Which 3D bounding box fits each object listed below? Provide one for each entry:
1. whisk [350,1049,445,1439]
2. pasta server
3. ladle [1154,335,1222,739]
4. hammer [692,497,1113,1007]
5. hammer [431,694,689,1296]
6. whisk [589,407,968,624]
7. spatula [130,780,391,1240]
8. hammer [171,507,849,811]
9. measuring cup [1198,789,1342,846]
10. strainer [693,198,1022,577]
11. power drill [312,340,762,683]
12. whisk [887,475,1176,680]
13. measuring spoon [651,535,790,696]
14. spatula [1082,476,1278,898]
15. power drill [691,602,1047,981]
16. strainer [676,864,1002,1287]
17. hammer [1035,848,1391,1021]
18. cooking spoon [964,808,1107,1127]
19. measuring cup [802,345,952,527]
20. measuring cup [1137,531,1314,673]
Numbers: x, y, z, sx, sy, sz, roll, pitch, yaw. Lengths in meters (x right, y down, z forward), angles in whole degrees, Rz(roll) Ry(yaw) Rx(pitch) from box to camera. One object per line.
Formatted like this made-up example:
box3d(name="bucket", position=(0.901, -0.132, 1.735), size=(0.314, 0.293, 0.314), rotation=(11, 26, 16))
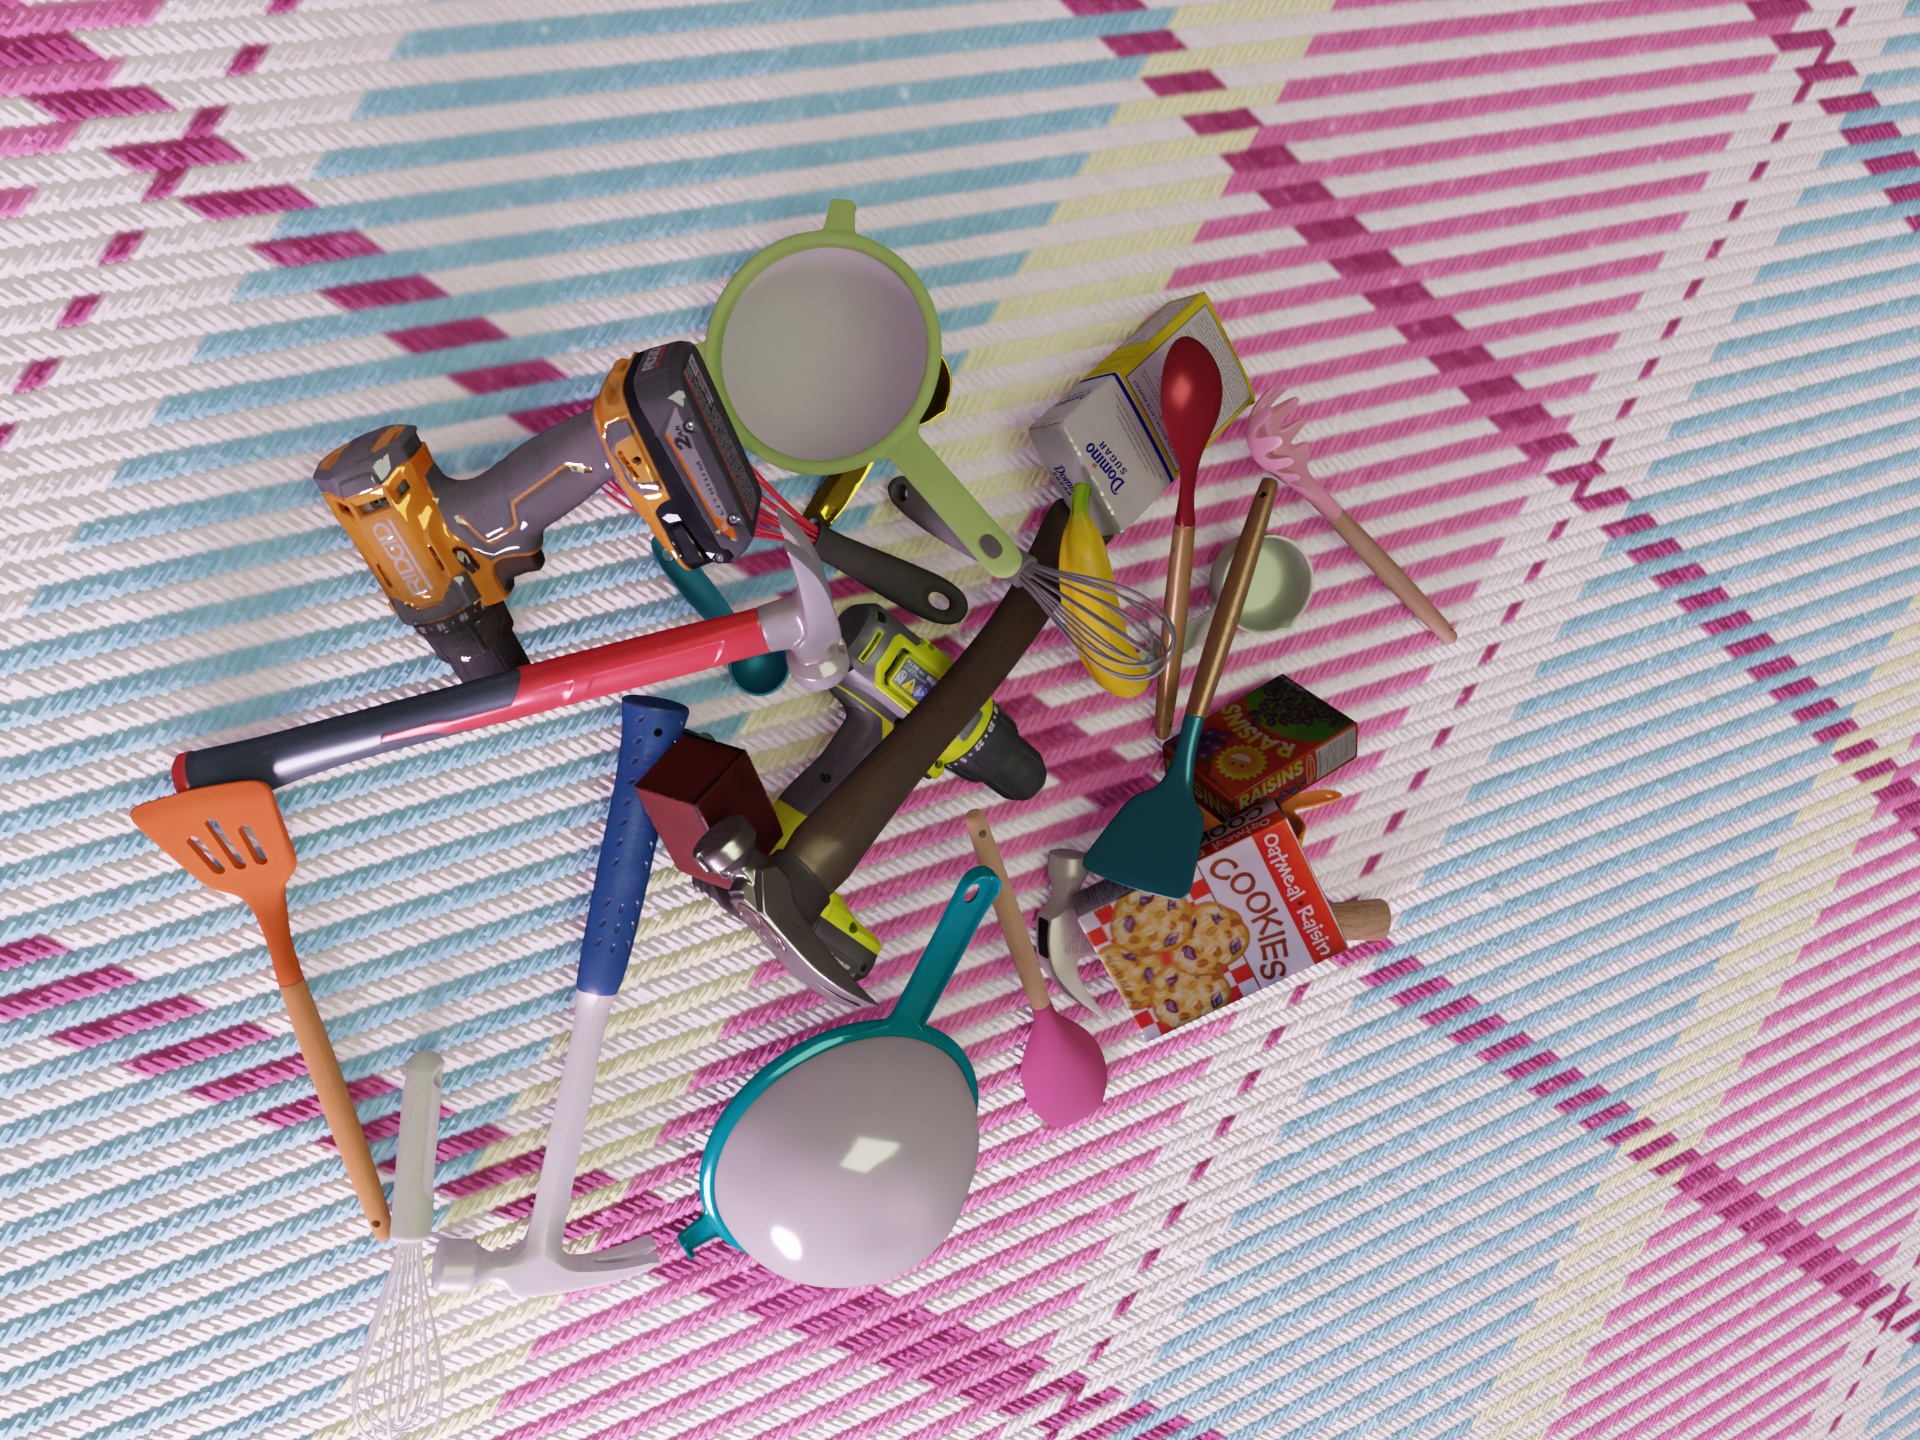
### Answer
box3d(name="whisk", position=(-0.344, 0.331, 0.996), size=(0.059, 0.058, 0.246), rotation=(3, 86, 3))
box3d(name="pasta server", position=(0.311, -0.148, 1.234), size=(0.316, 0.040, 0.060), rotation=(37, 51, -34))
box3d(name="ladle", position=(0.155, -0.117, 1.130), size=(0.069, 0.031, 0.315), rotation=(-36, 139, -41))
box3d(name="hammer", position=(-0.002, -0.003, 1.043), size=(0.146, 0.038, 0.411), rotation=(52, 55, -20))
box3d(name="hammer", position=(-0.230, 0.183, 1.021), size=(0.144, 0.035, 0.405), rotation=(10, 101, -23))
box3d(name="whisk", position=(-0.112, -0.127, 1.030), size=(0.295, 0.073, 0.073), rotation=(25, 88, -31))
box3d(name="spatula", position=(-0.399, 0.182, 0.958), size=(0.081, 0.041, 0.322), rotation=(-12, 108, 0))
box3d(name="hammer", position=(-0.260, -0.022, 0.905), size=(0.386, 0.038, 0.143), rotation=(-15, 151, -3))
box3d(name="measuring cup", position=(0.247, 0.091, 1.251), size=(0.173, 0.095, 0.052), rotation=(-11, 116, -45))
box3d(name="strainer", position=(-0.046, -0.188, 1.005), size=(0.151, 0.069, 0.256), rotation=(-42, 86, 8))
box3d(name="power drill", position=(-0.231, -0.105, 0.926), size=(0.226, 0.084, 0.185), rotation=(-17, 121, 9))
box3d(name="whisk", position=(0.043, -0.100, 1.039), size=(0.055, 0.239, 0.055), rotation=(-42, 154, -27))
box3d(name="measuring spoon", position=(-0.161, -0.070, 1.046), size=(0.042, 0.021, 0.128), rotation=(-42, 105, -13))
box3d(name="spatula", position=(0.177, -0.029, 1.153), size=(0.044, 0.082, 0.317), rotation=(25, 82, -64))
box3d(name="power drill", position=(-0.056, 0.060, 1.087), size=(0.190, 0.080, 0.228), rotation=(39, 79, -27))
box3d(name="strainer", position=(-0.038, 0.261, 1.067), size=(0.210, 0.095, 0.340), rotation=(14, 112, -35))
box3d(name="hammer", position=(0.207, 0.166, 1.262), size=(0.331, 0.031, 0.130), rotation=(2, 98, -27))
box3d(name="cooking spoon", position=(0.052, 0.188, 1.159), size=(0.069, 0.017, 0.318), rotation=(-25, 124, -9))
box3d(name="measuring cup", position=(-0.065, -0.187, 1.069), size=(0.062, 0.029, 0.156), rotation=(33, 96, -26))
box3d(name="measuring cup", position=(0.189, -0.082, 1.210), size=(0.167, 0.038, 0.083), rotation=(-33, 110, 0))
